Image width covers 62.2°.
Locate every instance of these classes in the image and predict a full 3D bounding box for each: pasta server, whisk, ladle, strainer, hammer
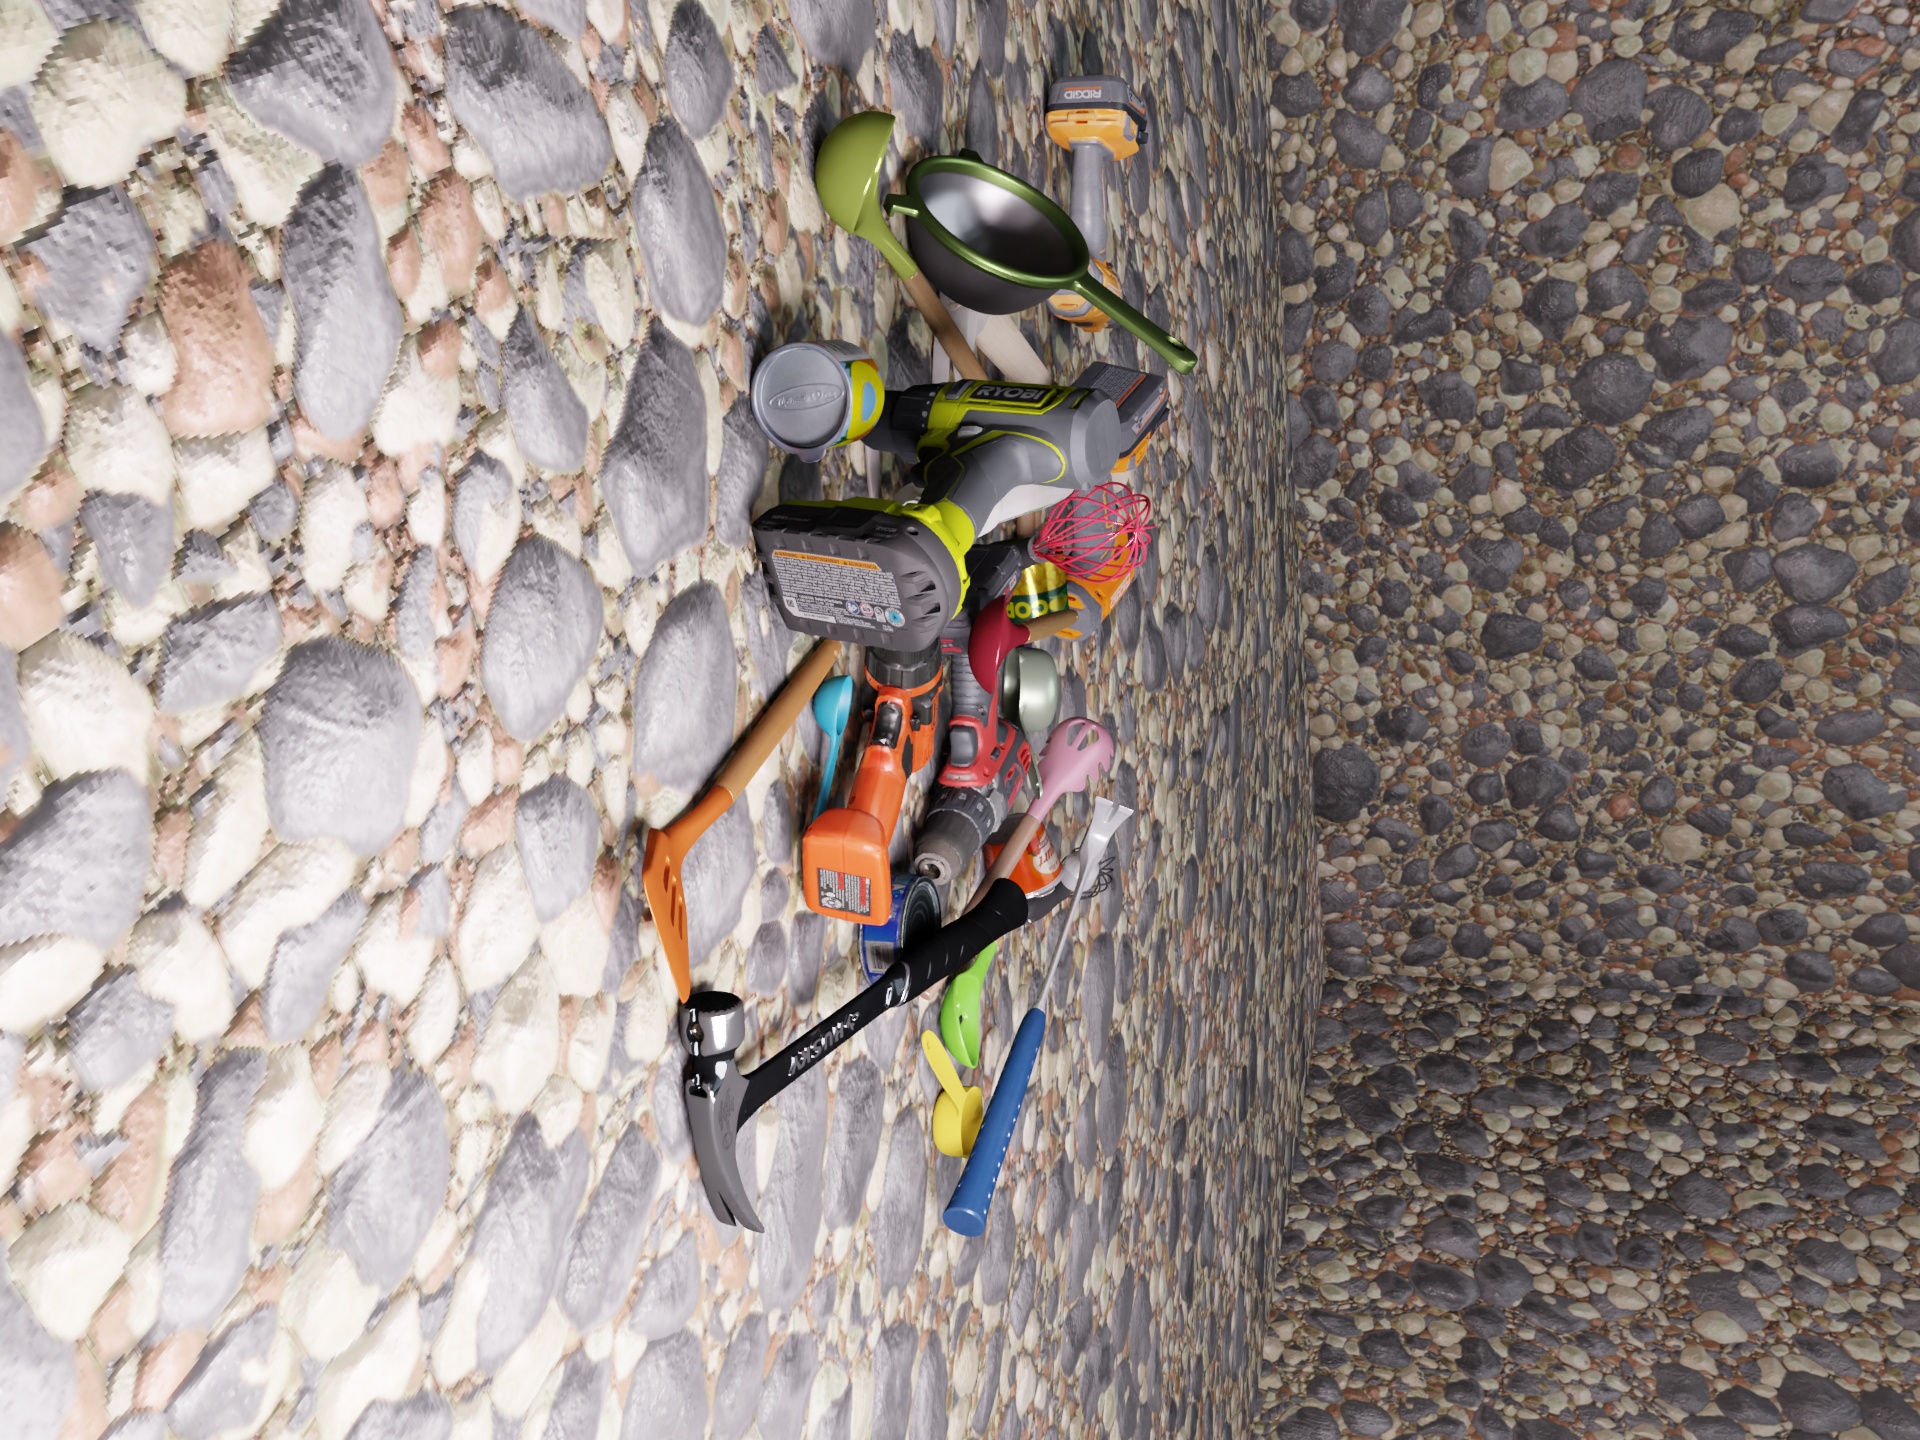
[{"bbox_3d":[0.046,0.107,1.320,0.316,0.060,0.040,-56,164,-32],"label":"pasta server"},{"bbox_3d":[0.099,0.163,1.542,0.239,0.055,0.055,-17,106,-66],"label":"whisk"},{"bbox_3d":[0.070,-0.134,1.223,0.296,0.073,0.073,180,-89,-70],"label":"whisk"},{"bbox_3d":[0.053,-0.068,1.199,0.315,0.031,0.069,-26,126,-73],"label":"ladle"},{"bbox_3d":[-0.016,-0.303,1.134,0.319,0.062,0.078,48,55,-55],"label":"ladle"},{"bbox_3d":[0.060,-0.323,1.200,0.069,0.256,0.151,-55,179,41],"label":"strainer"},{"bbox_3d":[0.066,0.235,1.328,0.144,0.035,0.406,109,4,-49],"label":"hammer"},{"bbox_3d":[0.075,-0.281,1.424,0.410,0.038,0.146,30,64,-63],"label":"hammer"},{"bbox_3d":[-0.051,0.187,1.055,0.409,0.036,0.149,-24,116,-60],"label":"hammer"}]

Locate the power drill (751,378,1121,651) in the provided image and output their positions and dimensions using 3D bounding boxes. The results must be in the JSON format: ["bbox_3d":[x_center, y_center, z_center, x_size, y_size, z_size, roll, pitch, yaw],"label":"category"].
[{"bbox_3d":[-0.029,-0.146,1.007,0.228,0.191,0.080,-50,140,-39],"label":"power drill"}]

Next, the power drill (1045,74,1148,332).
[{"bbox_3d":[0.136,-0.501,1.578,0.185,0.084,0.226,-16,110,-70],"label":"power drill"}]

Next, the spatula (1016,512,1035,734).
[{"bbox_3d":[0.060,-0.127,1.457,0.060,0.018,0.316,-20,110,-84],"label":"spatula"}]

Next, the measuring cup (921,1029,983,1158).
[{"bbox_3d":[-0.016,0.289,1.249,0.156,0.029,0.062,68,29,-42],"label":"measuring cup"}]

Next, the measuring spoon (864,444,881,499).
[{"bbox_3d":[-0.055,-0.165,1.133,0.034,0.018,0.124,-34,122,-67],"label":"measuring spoon"}]

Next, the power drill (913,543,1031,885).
[{"bbox_3d":[-0.002,-0.004,1.211,0.188,0.080,0.226,-58,147,-55],"label":"power drill"}]

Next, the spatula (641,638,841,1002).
[{"bbox_3d":[-0.120,0.032,0.921,0.323,0.041,0.081,-61,146,-55],"label":"spatula"}]

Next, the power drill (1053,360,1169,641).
[{"bbox_3d":[0.132,-0.204,1.447,0.164,0.084,0.226,-51,152,-45],"label":"power drill"}]

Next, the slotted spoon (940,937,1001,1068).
[{"bbox_3d":[0.031,0.179,1.378,0.314,0.031,0.070,-65,143,-53],"label":"slotted spoon"}]

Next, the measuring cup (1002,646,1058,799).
[{"bbox_3d":[0.068,0.005,1.361,0.168,0.038,0.083,-101,-164,-44],"label":"measuring cup"}]

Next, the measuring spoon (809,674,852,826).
[{"bbox_3d":[-0.095,0.031,1.039,0.042,0.021,0.128,53,49,-81],"label":"measuring spoon"}]
